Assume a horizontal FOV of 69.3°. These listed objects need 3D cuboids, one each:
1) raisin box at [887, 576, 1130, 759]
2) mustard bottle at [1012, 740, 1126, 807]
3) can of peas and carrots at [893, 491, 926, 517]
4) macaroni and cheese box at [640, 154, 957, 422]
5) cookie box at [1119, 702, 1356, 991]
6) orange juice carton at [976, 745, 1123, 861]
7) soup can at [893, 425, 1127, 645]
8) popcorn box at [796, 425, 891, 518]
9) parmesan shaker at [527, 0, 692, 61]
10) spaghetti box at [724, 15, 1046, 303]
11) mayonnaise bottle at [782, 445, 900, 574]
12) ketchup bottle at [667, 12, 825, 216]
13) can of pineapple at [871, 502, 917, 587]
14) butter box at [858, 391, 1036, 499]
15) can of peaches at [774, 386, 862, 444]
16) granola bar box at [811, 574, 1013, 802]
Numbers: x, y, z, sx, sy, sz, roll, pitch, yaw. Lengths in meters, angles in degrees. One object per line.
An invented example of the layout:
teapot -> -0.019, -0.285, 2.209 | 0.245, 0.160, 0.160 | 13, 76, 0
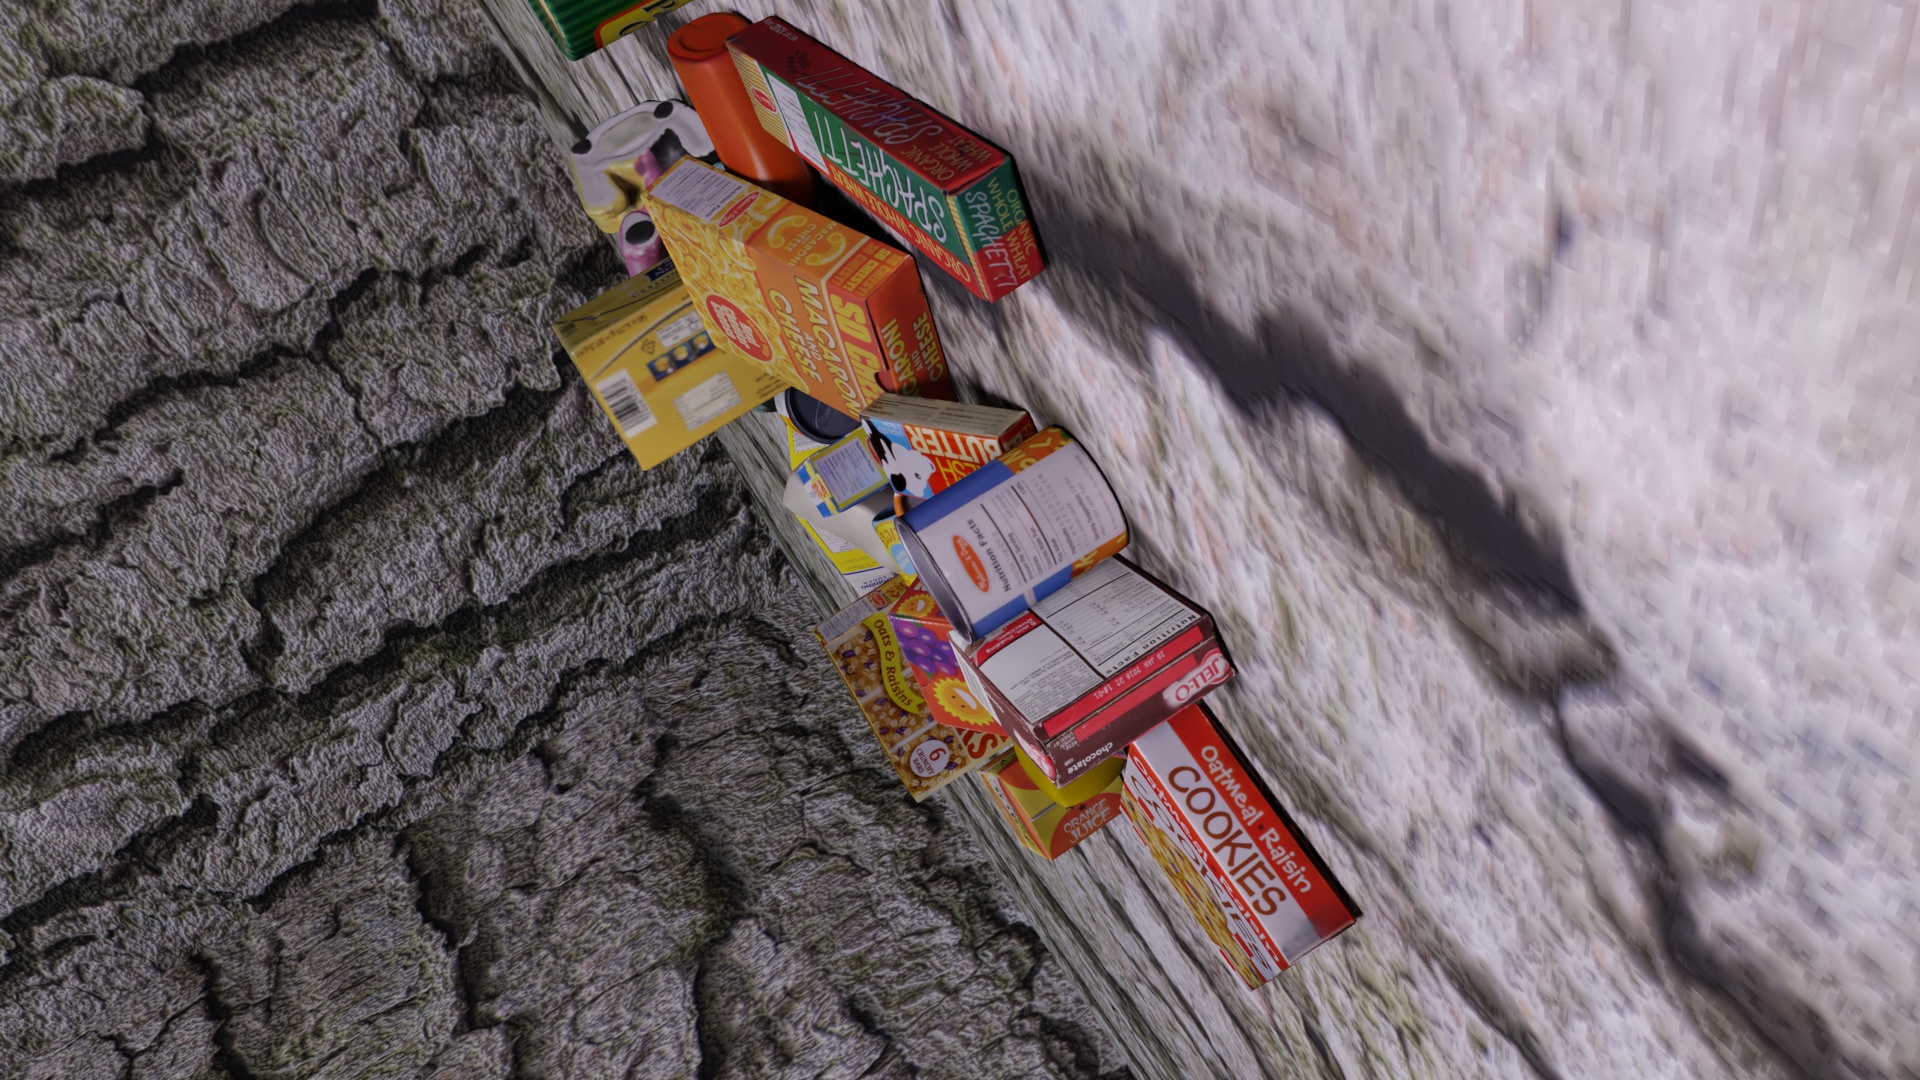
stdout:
raisin box -> 0.031, 0.065, 0.734 | 0.123, 0.040, 0.085 | 6, 133, 35
mustard bottle -> 0.055, 0.083, 0.812 | 0.049, 0.065, 0.159 | 36, 150, 50
can of peas and carrots -> 0.003, -0.010, 0.764 | 0.071, 0.071, 0.058 | 52, 168, 34
macaroni and cheese box -> -0.087, -0.128, 0.759 | 0.167, 0.040, 0.123 | 30, 157, 29
cookie box -> 0.133, 0.159, 0.702 | 0.123, 0.040, 0.167 | 55, 171, 21
orange juice carton -> 0.068, 0.181, 1.019 | 0.073, 0.072, 0.192 | 57, 171, 5
soup can -> 0.022, -0.003, 0.621 | 0.071, 0.084, 0.071 | 56, 170, 15
popcorn box -> -0.052, -0.052, 0.851 | 0.038, 0.085, 0.126 | 60, 171, -4
parmesan shaker -> -0.131, -0.249, 0.566 | 0.071, 0.103, 0.071 | 56, 171, 14
spaghetti box -> -0.040, -0.168, 0.583 | 0.251, 0.029, 0.050 | 48, 166, 49
mayonnaise bottle -> -0.046, -0.009, 0.944 | 0.148, 0.065, 0.041 | 33, 128, 14
ketchup bottle -> -0.108, -0.210, 0.762 | 0.065, 0.043, 0.148 | 46, 165, 46
can of pineapple -> -0.015, -0.002, 0.868 | 0.057, 0.071, 0.071 | 60, 170, -10
butter box -> -0.002, -0.043, 0.690 | 0.103, 0.024, 0.053 | 13, 139, 44
can of peaches -> -0.092, -0.101, 0.971 | 0.071, 0.071, 0.058 | 61, 170, -15
granola bar box -> -0.021, 0.103, 1.071 | 0.165, 0.124, 0.039 | 63, 170, -28
